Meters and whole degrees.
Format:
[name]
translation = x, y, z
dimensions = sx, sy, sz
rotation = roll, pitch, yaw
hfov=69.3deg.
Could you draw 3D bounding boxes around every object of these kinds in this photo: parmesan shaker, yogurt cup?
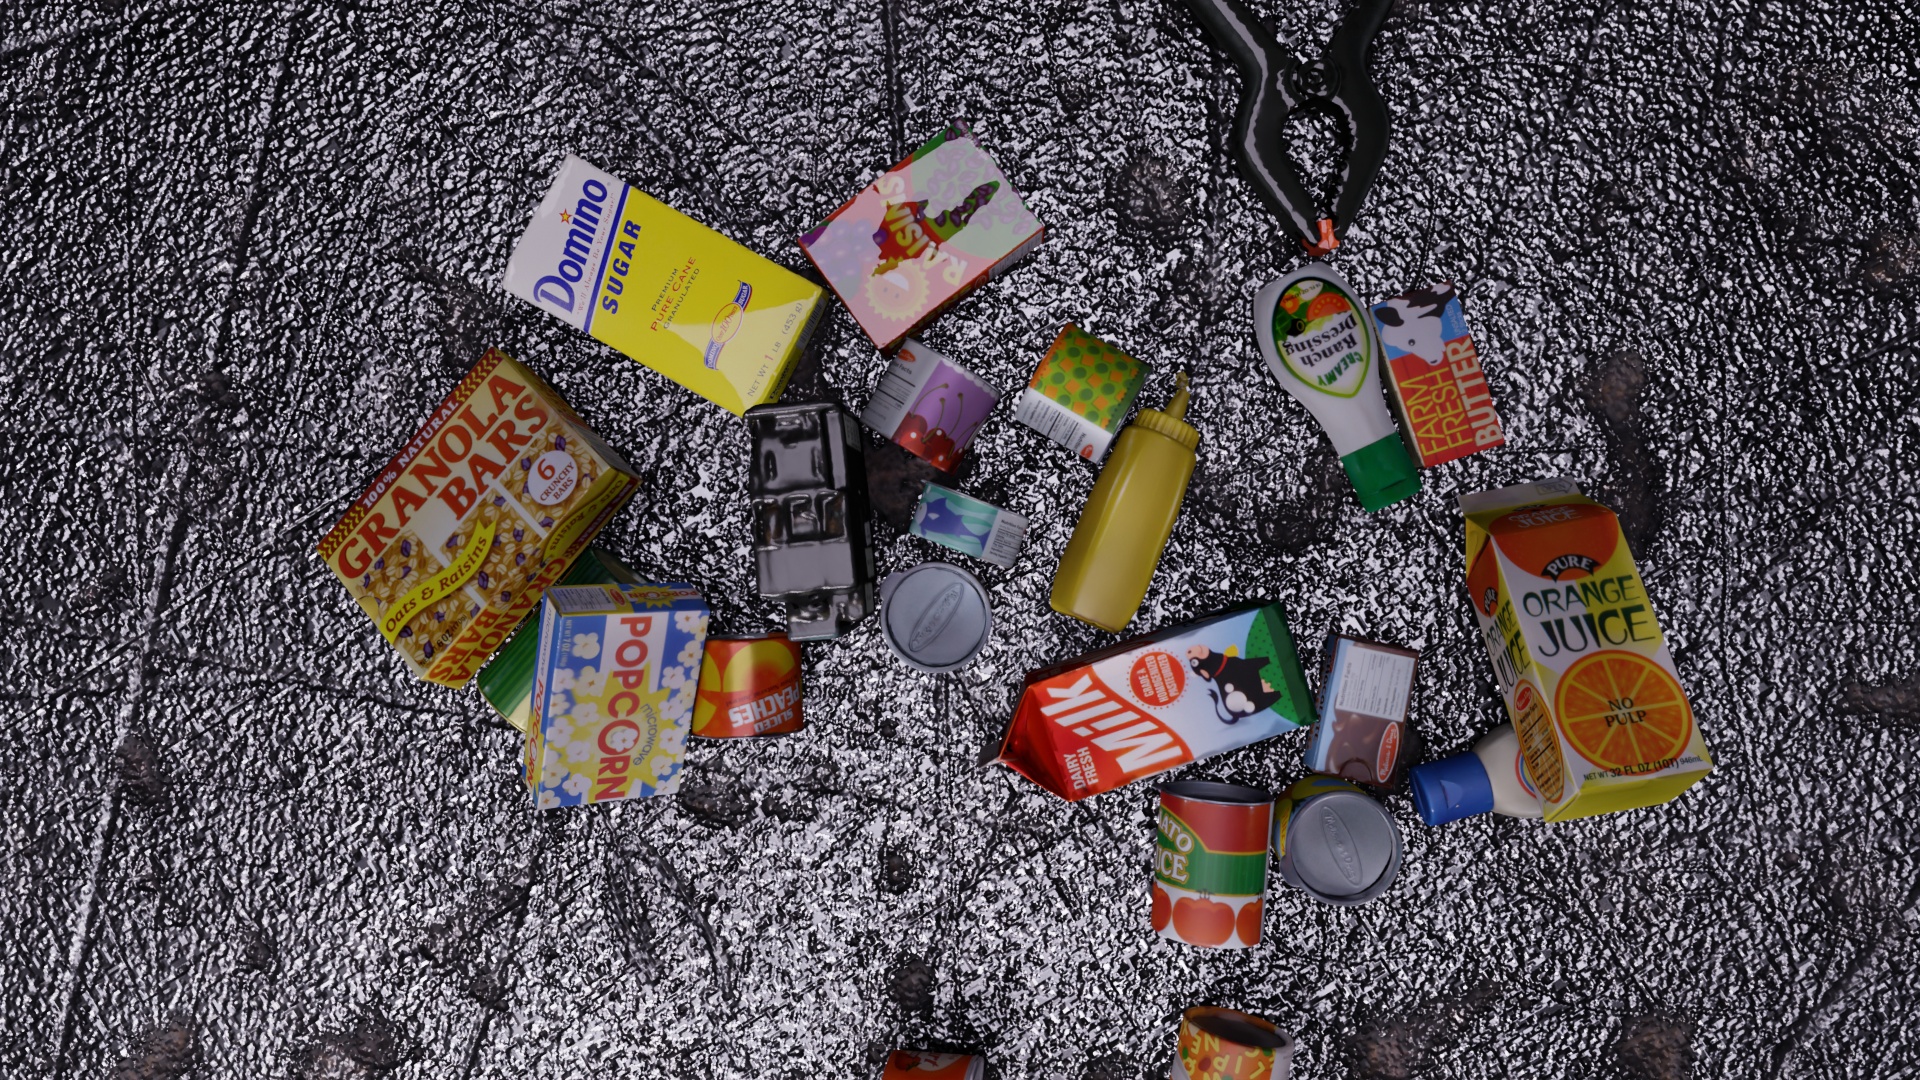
[parmesan shaker]
translation = -0.226, 0.063, 0.828
dimensions = 0.071, 0.071, 0.103
rotation = 41, 90, 2
[yogurt cup]
translation = -0.019, 0.333, 0.816
dimensions = 0.054, 0.072, 0.072
rotation = 8, 90, 10

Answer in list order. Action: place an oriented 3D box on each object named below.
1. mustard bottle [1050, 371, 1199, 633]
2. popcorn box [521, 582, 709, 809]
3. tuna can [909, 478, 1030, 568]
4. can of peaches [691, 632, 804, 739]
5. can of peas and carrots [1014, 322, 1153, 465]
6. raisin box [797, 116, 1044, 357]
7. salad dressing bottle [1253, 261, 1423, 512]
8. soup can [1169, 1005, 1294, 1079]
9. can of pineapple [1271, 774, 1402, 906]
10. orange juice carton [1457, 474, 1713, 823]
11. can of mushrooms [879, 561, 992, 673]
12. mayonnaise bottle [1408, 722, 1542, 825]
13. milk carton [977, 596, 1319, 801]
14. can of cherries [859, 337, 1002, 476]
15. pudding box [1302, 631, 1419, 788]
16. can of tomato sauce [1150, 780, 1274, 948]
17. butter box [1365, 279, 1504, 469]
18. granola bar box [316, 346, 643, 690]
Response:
[mustard bottle]
translation = 0.104, -0.025, 0.816
dimensions = 0.049, 0.065, 0.160
rotation = 25, 87, -10
[popcorn box]
translation = -0.196, 0.087, 0.788
dimensions = 0.085, 0.038, 0.126
rotation = -1, 116, -33
[tuna can]
translation = 0.003, -0.010, 0.819
dimensions = 0.071, 0.071, 0.033
rotation = 20, 91, 2
[can of peaches]
translation = -0.125, 0.085, 0.819
dimensions = 0.071, 0.071, 0.058
rotation = -2, 88, 2
[can of peas and carrots]
translation = 0.073, -0.088, 0.818
dimensions = 0.059, 0.071, 0.071
rotation = 30, 91, 3
[raisin box]
translation = -0.024, -0.181, 0.836
dimensions = 0.123, 0.040, 0.086
rotation = -37, 89, 0
[salad dressing bottle]
translation = 0.226, -0.090, 0.822
dimensions = 0.064, 0.044, 0.147
rotation = -26, 89, 6
[soup can]
translation = 0.151, 0.323, 0.808
dimensions = 0.071, 0.071, 0.083
rotation = 12, 89, 2
[can of pineapple]
translation = 0.216, 0.174, 0.812
dimensions = 0.071, 0.058, 0.071
rotation = 0, 89, 2
[orange juice carton]
translation = 0.343, 0.053, 0.784
dimensions = 0.072, 0.072, 0.193
rotation = -10, 65, 3
[can of mushrooms]
translation = -0.016, 0.044, 0.834
dimensions = 0.071, 0.033, 0.071
rotation = 0, 90, 2
[mayonnaise bottle]
translation = 0.342, 0.132, 0.816
dimensions = 0.148, 0.041, 0.065
rotation = -15, 83, 1
[milk carton]
translation = 0.101, 0.097, 0.810
dimensions = 0.191, 0.072, 0.073
rotation = -18, 89, 2
[can of cherries]
translation = -0.016, -0.077, 0.821
dimensions = 0.071, 0.071, 0.058
rotation = 30, 91, 2
[pudding box]
translation = 0.238, 0.100, 0.826
dimensions = 0.050, 0.030, 0.083
rotation = 11, 90, 1
[can of tomato sauce]
translation = 0.145, 0.187, 0.810
dimensions = 0.071, 0.071, 0.083
rotation = 4, 90, 2
[butter box]
translation = 0.282, -0.098, 0.830
dimensions = 0.053, 0.024, 0.103
rotation = -18, 88, 2
[granola bar box]
translation = -0.287, -0.015, 0.822
dimensions = 0.124, 0.039, 0.165
rotation = 42, 91, 24
